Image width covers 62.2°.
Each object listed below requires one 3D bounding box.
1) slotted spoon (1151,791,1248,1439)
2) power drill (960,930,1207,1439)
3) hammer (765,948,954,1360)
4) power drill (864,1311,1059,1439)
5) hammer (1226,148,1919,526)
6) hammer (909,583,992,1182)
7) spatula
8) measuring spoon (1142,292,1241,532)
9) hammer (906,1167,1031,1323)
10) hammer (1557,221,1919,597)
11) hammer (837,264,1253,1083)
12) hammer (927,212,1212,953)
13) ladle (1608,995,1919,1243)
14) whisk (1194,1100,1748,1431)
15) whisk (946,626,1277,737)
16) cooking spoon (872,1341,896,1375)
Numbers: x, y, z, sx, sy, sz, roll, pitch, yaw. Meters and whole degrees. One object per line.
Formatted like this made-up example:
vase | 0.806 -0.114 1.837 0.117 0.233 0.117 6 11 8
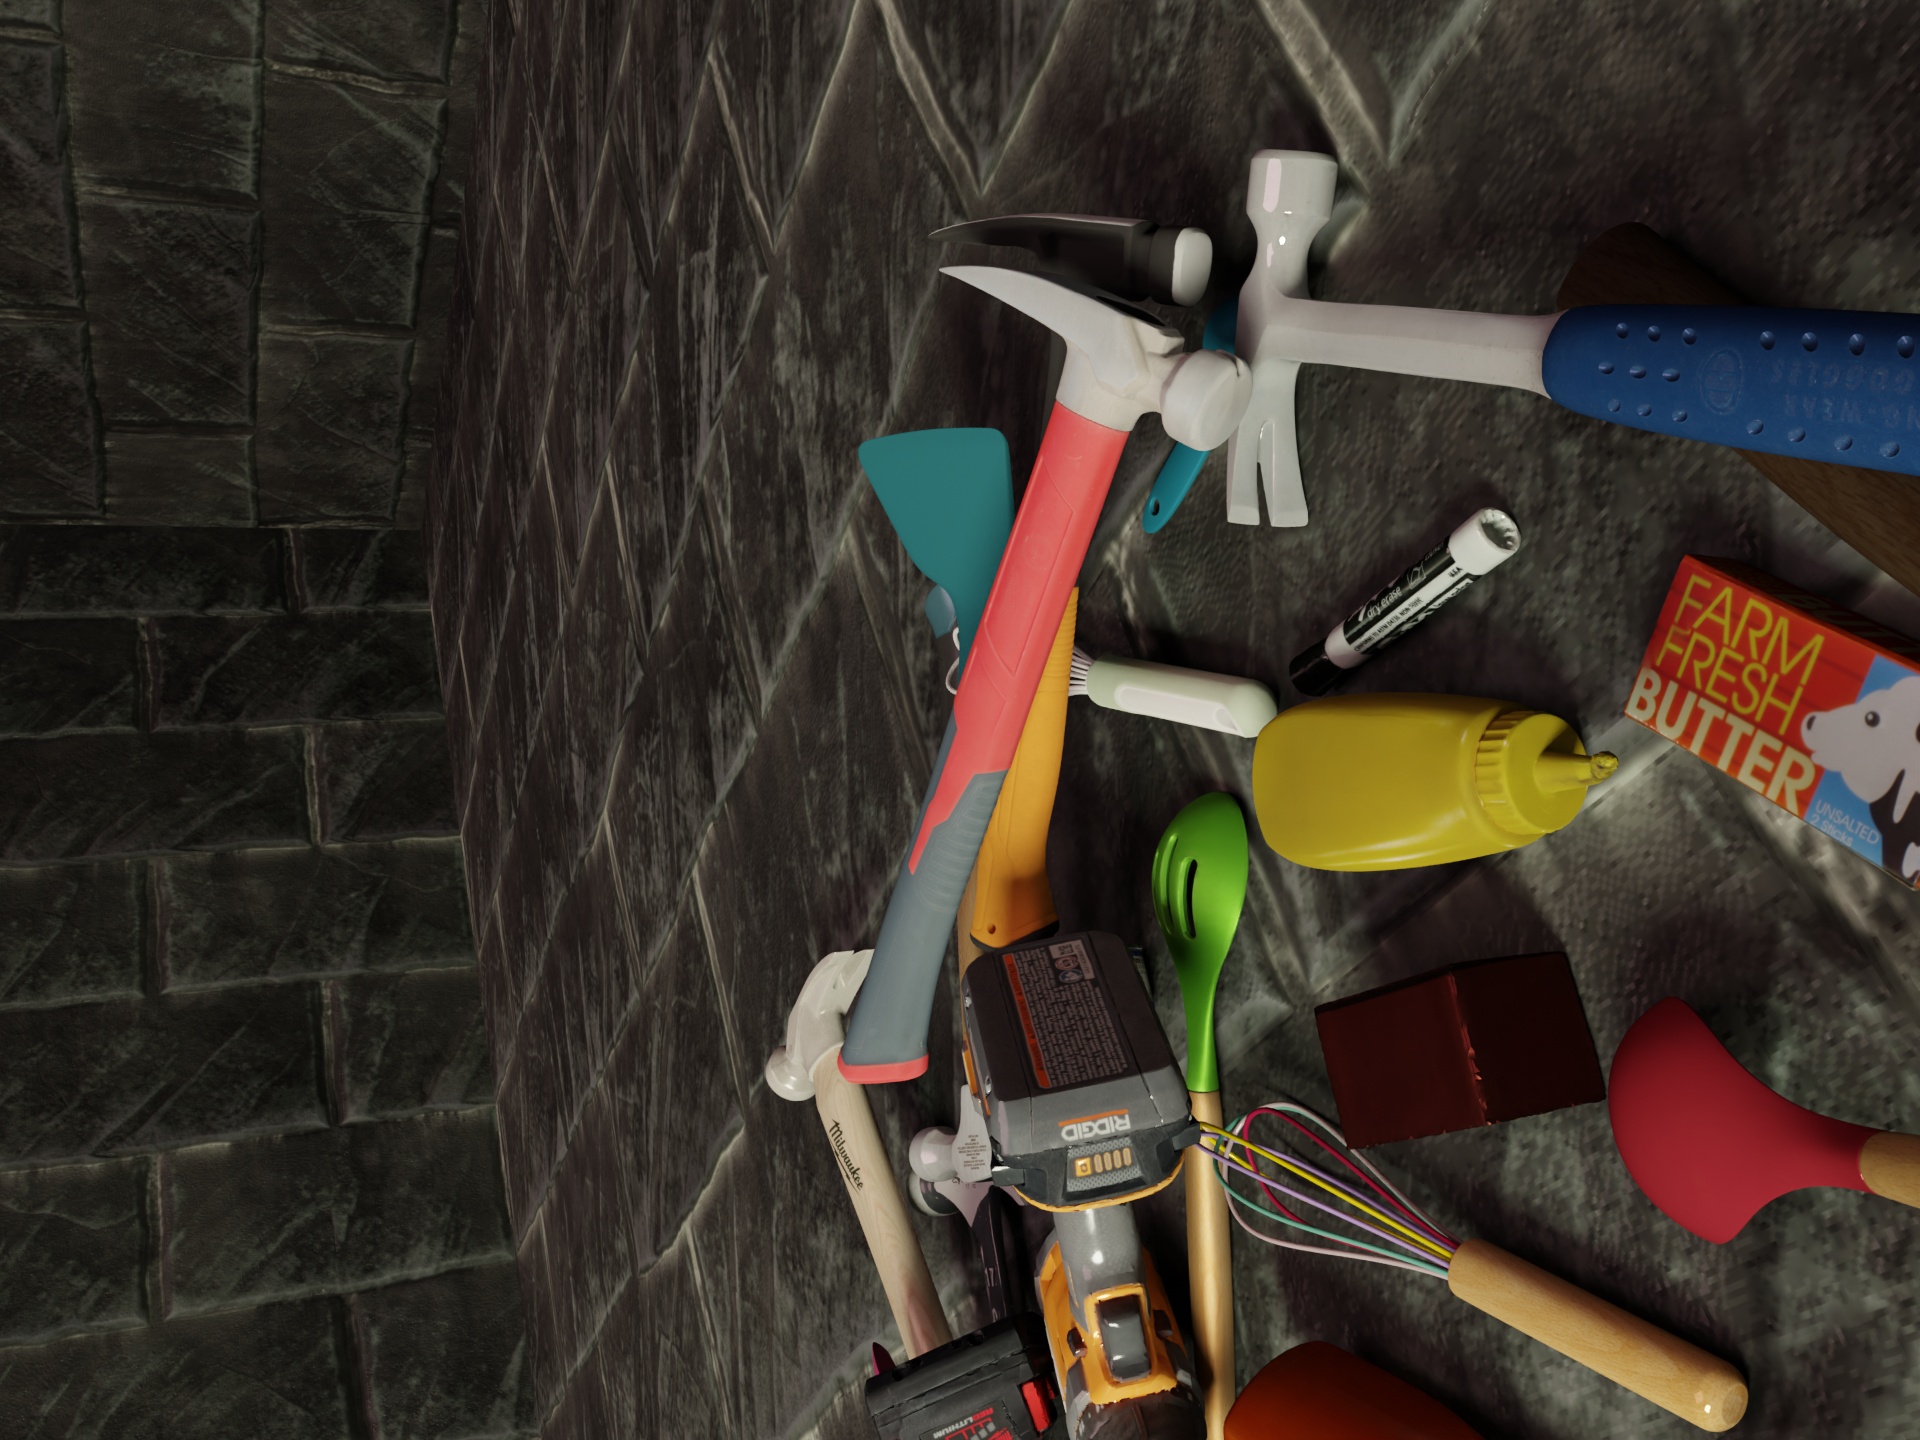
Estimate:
slotted spoon | 0.109 0.189 0.704 0.070 0.031 0.314 -177 84 -69
power drill | 0.062 0.226 0.657 0.185 0.084 0.226 -107 7 -65
hammer | -0.022 0.326 0.893 0.146 0.038 0.411 -62 40 41
power drill | 0.037 0.390 0.707 0.187 0.080 0.227 62 -176 -68
hammer | 0.170 -0.100 0.462 0.406 0.035 0.144 -131 43 -69
hammer | 0.007 0.081 0.871 0.128 0.033 0.331 -23 67 54
spatula | -0.001 0.018 0.784 0.082 0.044 0.317 0 94 29
measuring spoon | 0.101 -0.131 0.698 0.128 0.021 0.042 -64 37 43
hammer | 0.045 0.435 0.848 0.149 0.036 0.409 -38 59 58
hammer | 0.244 -0.036 0.368 0.130 0.031 0.332 -52 37 24
hammer | -0.001 -0.002 0.708 0.143 0.038 0.386 35 119 30
hammer | 0.031 -0.054 0.720 0.127 0.034 0.336 16 108 33
ladle | 0.218 0.101 0.342 0.315 0.031 0.069 129 135 -81
whisk | 0.169 0.189 0.572 0.245 0.051 0.047 12 123 60
whisk | 0.064 -0.020 0.760 0.057 0.059 0.246 55 161 -25
cooking spoon | 0.017 0.449 0.752 0.319 0.017 0.068 62 178 33
